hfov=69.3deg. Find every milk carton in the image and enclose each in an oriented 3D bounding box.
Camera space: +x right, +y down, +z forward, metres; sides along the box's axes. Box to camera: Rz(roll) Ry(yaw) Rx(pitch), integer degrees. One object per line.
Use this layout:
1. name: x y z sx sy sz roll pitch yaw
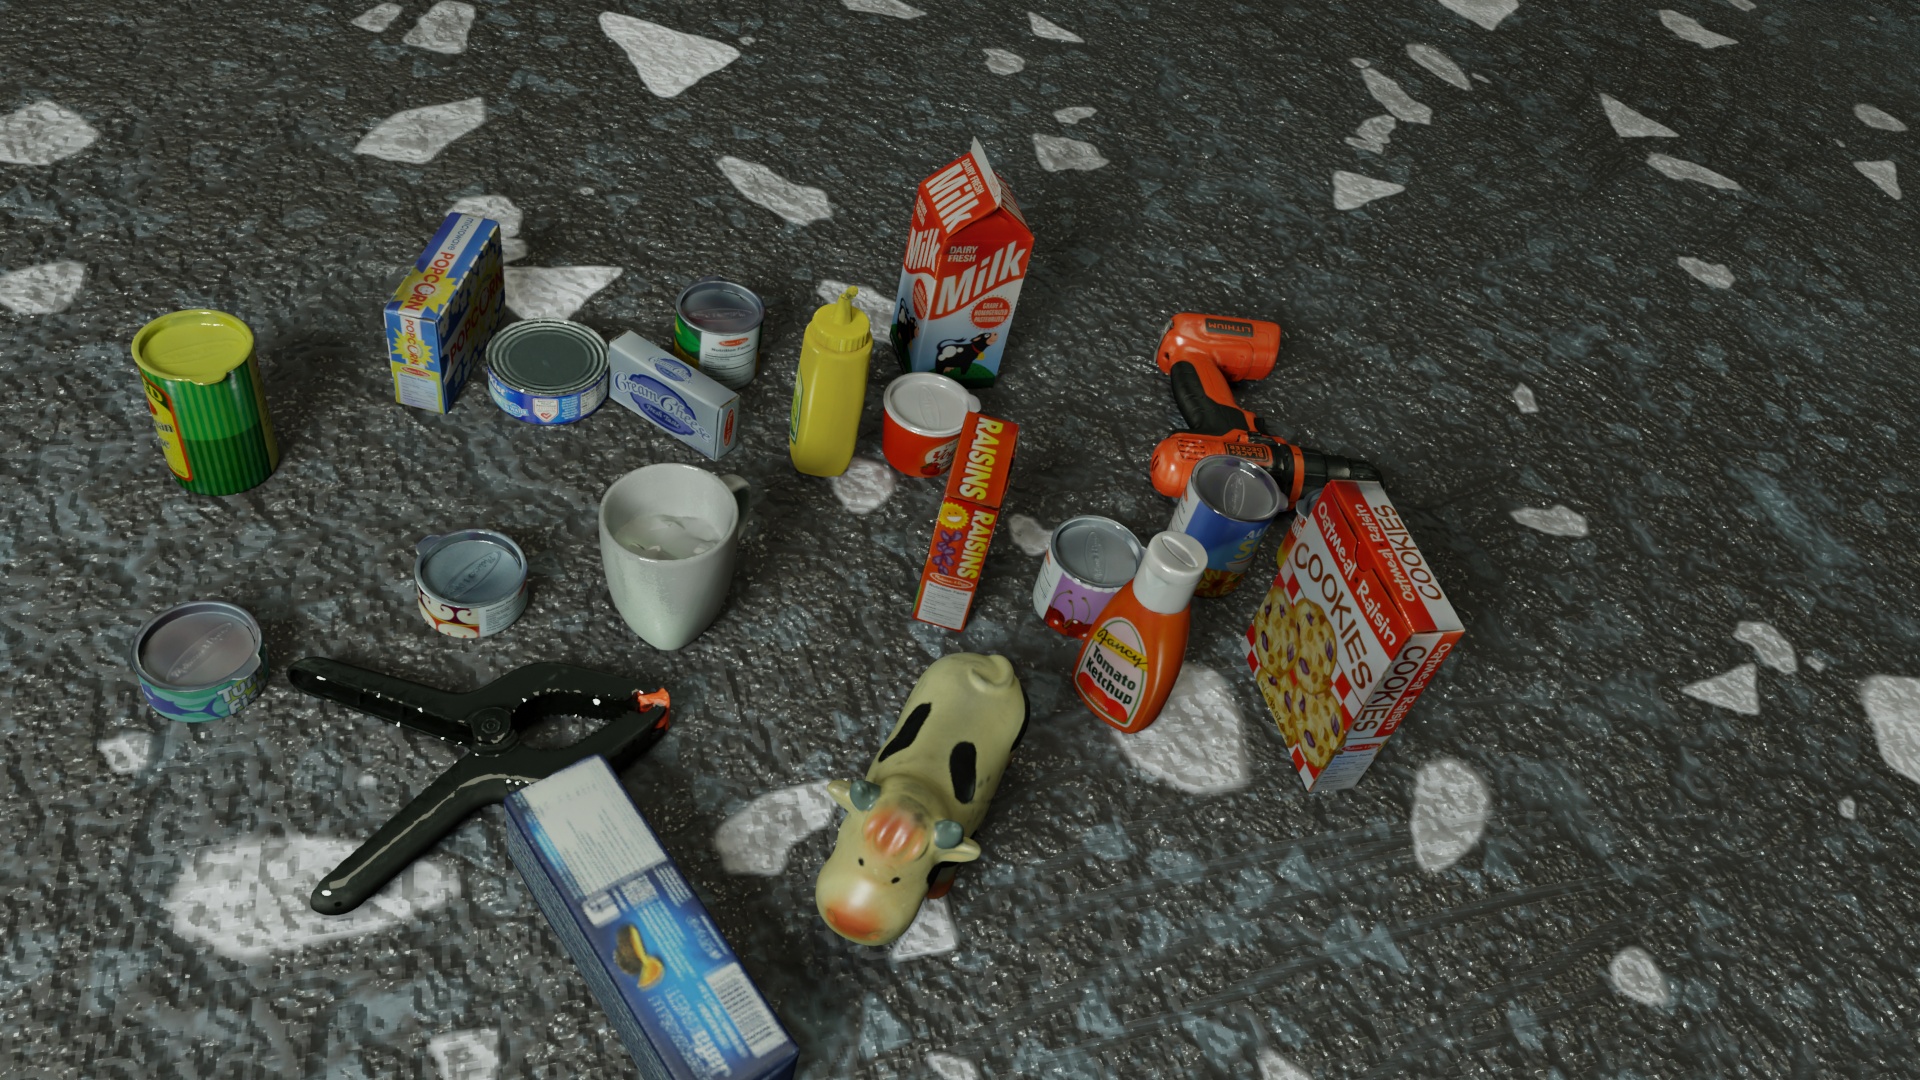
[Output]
1. milk carton: 0.002 -0.208 1.063 0.073 0.189 0.072 -5 49 -19

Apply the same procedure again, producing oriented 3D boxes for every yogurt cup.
1. yogurt cup: -0.027 -0.084 1.032 0.072 0.053 0.073 8 46 -8

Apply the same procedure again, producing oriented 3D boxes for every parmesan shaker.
1. parmesan shaker: -0.474 -0.084 0.878 0.071 0.102 0.072 8 46 -8

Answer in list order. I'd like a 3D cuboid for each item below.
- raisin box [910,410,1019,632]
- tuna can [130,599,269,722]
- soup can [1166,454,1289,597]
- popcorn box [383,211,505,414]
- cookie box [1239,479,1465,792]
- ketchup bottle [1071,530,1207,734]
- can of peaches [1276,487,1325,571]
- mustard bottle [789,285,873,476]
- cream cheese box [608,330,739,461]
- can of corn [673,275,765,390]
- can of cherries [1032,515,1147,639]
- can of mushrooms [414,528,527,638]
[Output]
1. raisin box: 0.003 -0.012 0.923 0.040 0.122 0.086 15 45 0
2. tuna can: -0.430 0.070 0.793 0.071 0.032 0.071 8 46 -8
3. soup can: 0.187 -0.009 0.997 0.071 0.083 0.072 8 46 -8
4. popcorn box: -0.367 -0.165 0.997 0.038 0.084 0.127 12 45 -3
5. cookie box: 0.242 0.062 0.886 0.040 0.166 0.123 -3 48 -17
6. ketchup bottle: 0.115 0.056 0.871 0.044 0.148 0.065 -29 60 -35
7. can of peaches: 0.272 0.003 1.027 0.071 0.057 0.071 8 46 -8
8. mustard bottle: -0.090 -0.117 0.972 0.049 0.159 0.065 3 47 -12
9. cream cheese box: -0.208 -0.105 1.004 0.104 0.053 0.024 31 47 15
10. can of corn: -0.185 -0.157 1.057 0.071 0.058 0.071 8 46 -8
11. can of cherries: 0.090 0.027 0.955 0.071 0.058 0.072 8 46 -8
12. can of mushrooms: -0.307 0.025 0.867 0.071 0.033 0.071 8 46 -8
